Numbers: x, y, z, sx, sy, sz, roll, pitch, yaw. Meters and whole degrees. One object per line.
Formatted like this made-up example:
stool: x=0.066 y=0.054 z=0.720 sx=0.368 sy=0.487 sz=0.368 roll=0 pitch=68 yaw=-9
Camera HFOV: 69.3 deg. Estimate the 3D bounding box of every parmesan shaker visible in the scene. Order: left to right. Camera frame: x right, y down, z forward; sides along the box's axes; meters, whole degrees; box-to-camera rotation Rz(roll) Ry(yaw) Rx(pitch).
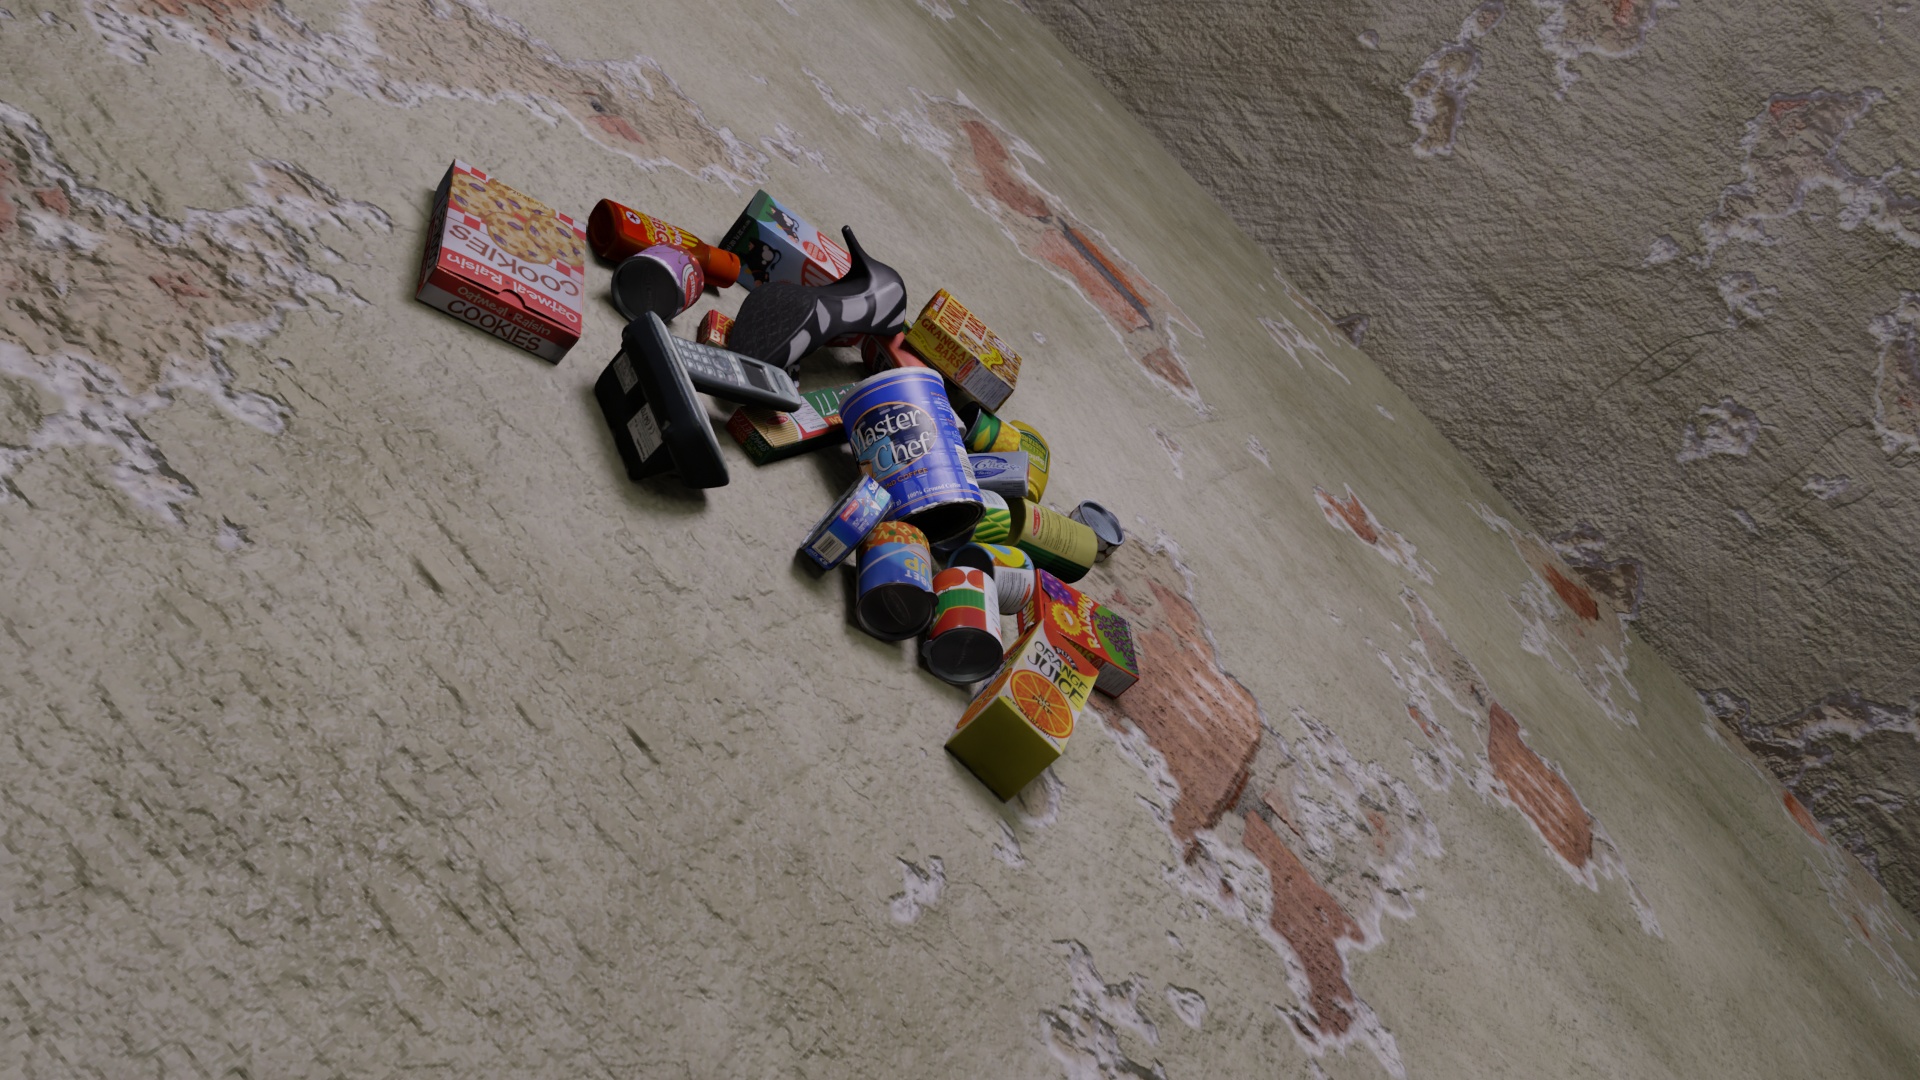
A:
parmesan shaker: x=0.081 y=0.002 z=1.413 sx=0.103 sy=0.071 sz=0.071 roll=23 pitch=35 yaw=-36

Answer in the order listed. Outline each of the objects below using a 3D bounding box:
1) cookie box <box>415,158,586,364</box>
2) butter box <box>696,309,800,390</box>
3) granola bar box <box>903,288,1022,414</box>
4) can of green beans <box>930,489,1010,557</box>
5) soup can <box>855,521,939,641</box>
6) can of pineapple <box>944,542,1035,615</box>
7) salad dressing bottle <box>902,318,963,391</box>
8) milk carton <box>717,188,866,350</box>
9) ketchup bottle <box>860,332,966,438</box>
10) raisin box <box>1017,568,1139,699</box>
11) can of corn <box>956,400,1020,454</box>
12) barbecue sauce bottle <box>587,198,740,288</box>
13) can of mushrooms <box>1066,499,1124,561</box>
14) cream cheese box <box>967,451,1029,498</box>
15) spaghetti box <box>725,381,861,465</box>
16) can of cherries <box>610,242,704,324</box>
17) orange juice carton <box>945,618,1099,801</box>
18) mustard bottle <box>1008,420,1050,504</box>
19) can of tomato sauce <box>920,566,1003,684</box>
cookie box: x=-0.377 y=-0.234 z=1.154 sx=0.123 sy=0.040 sz=0.168 roll=25 pitch=34 yaw=-32
butter box: x=-0.201 y=-0.175 z=1.322 sx=0.103 sy=0.024 sz=0.053 roll=29 pitch=33 yaw=-26
granola bar box: x=0.006 y=-0.208 z=1.509 sx=0.124 sy=0.039 sz=0.166 roll=40 pitch=18 yaw=-9
can of green beans: x=0.006 y=-0.019 z=1.338 sx=0.058 sy=0.071 sz=0.071 roll=7 pitch=45 yaw=-53
soup can: x=-0.054 y=0.033 z=1.187 sx=0.071 sy=0.071 sz=0.084 roll=30 pitch=31 yaw=-26
can of pineapple: x=0.025 y=0.036 z=1.295 sx=0.058 sy=0.070 sz=0.071 roll=7 pitch=45 yaw=-49
salad dressing bottle: x=-0.042 y=-0.212 z=1.558 sx=0.147 sy=0.044 sz=0.064 roll=25 pitch=27 yaw=-36
milk carton: x=-0.158 y=-0.276 z=1.463 sx=0.190 sy=0.072 sz=0.074 roll=35 pitch=30 yaw=-18
ketchup bottle: x=-0.048 y=-0.160 z=1.453 sx=0.044 sy=0.064 sz=0.149 roll=-25 pitch=64 yaw=-26
raisin box: x=0.114 y=0.091 z=1.363 sx=0.123 sy=0.040 sz=0.086 roll=30 pitch=32 yaw=-23
can of corn: x=0.021 y=-0.103 z=1.476 sx=0.058 sy=0.071 sz=0.071 roll=32 pitch=30 yaw=-23
barbecue sauce bottle: x=-0.282 y=-0.279 z=1.336 sx=0.148 sy=0.043 sz=0.065 roll=12 pitch=41 yaw=-45
can of mushrooms: x=0.150 y=-0.011 z=1.553 sx=0.071 sy=0.033 sz=0.071 roll=32 pitch=30 yaw=-21
cream cheese box: x=0.016 y=-0.064 z=1.392 sx=0.104 sy=0.024 sz=0.054 roll=-3 pitch=34 yaw=7
spaghetti box: x=-0.130 y=-0.117 z=1.332 sx=0.050 sy=0.028 sz=0.251 roll=49 pitch=29 yaw=9
can of cherries: x=-0.271 y=-0.231 z=1.259 sx=0.071 sy=0.071 sz=0.059 roll=41 pitch=27 yaw=-6
orange juice carton: x=0.062 y=0.134 z=1.201 sx=0.072 sy=0.072 sz=0.193 roll=43 pitch=28 yaw=-2
mustard bottle: x=0.065 y=-0.069 z=1.502 sx=0.065 sy=0.048 sz=0.161 roll=32 pitch=30 yaw=-19
can of tomato sauce: x=0.000 y=0.073 z=1.212 sx=0.071 sy=0.071 sz=0.083 roll=31 pitch=30 yaw=-24
